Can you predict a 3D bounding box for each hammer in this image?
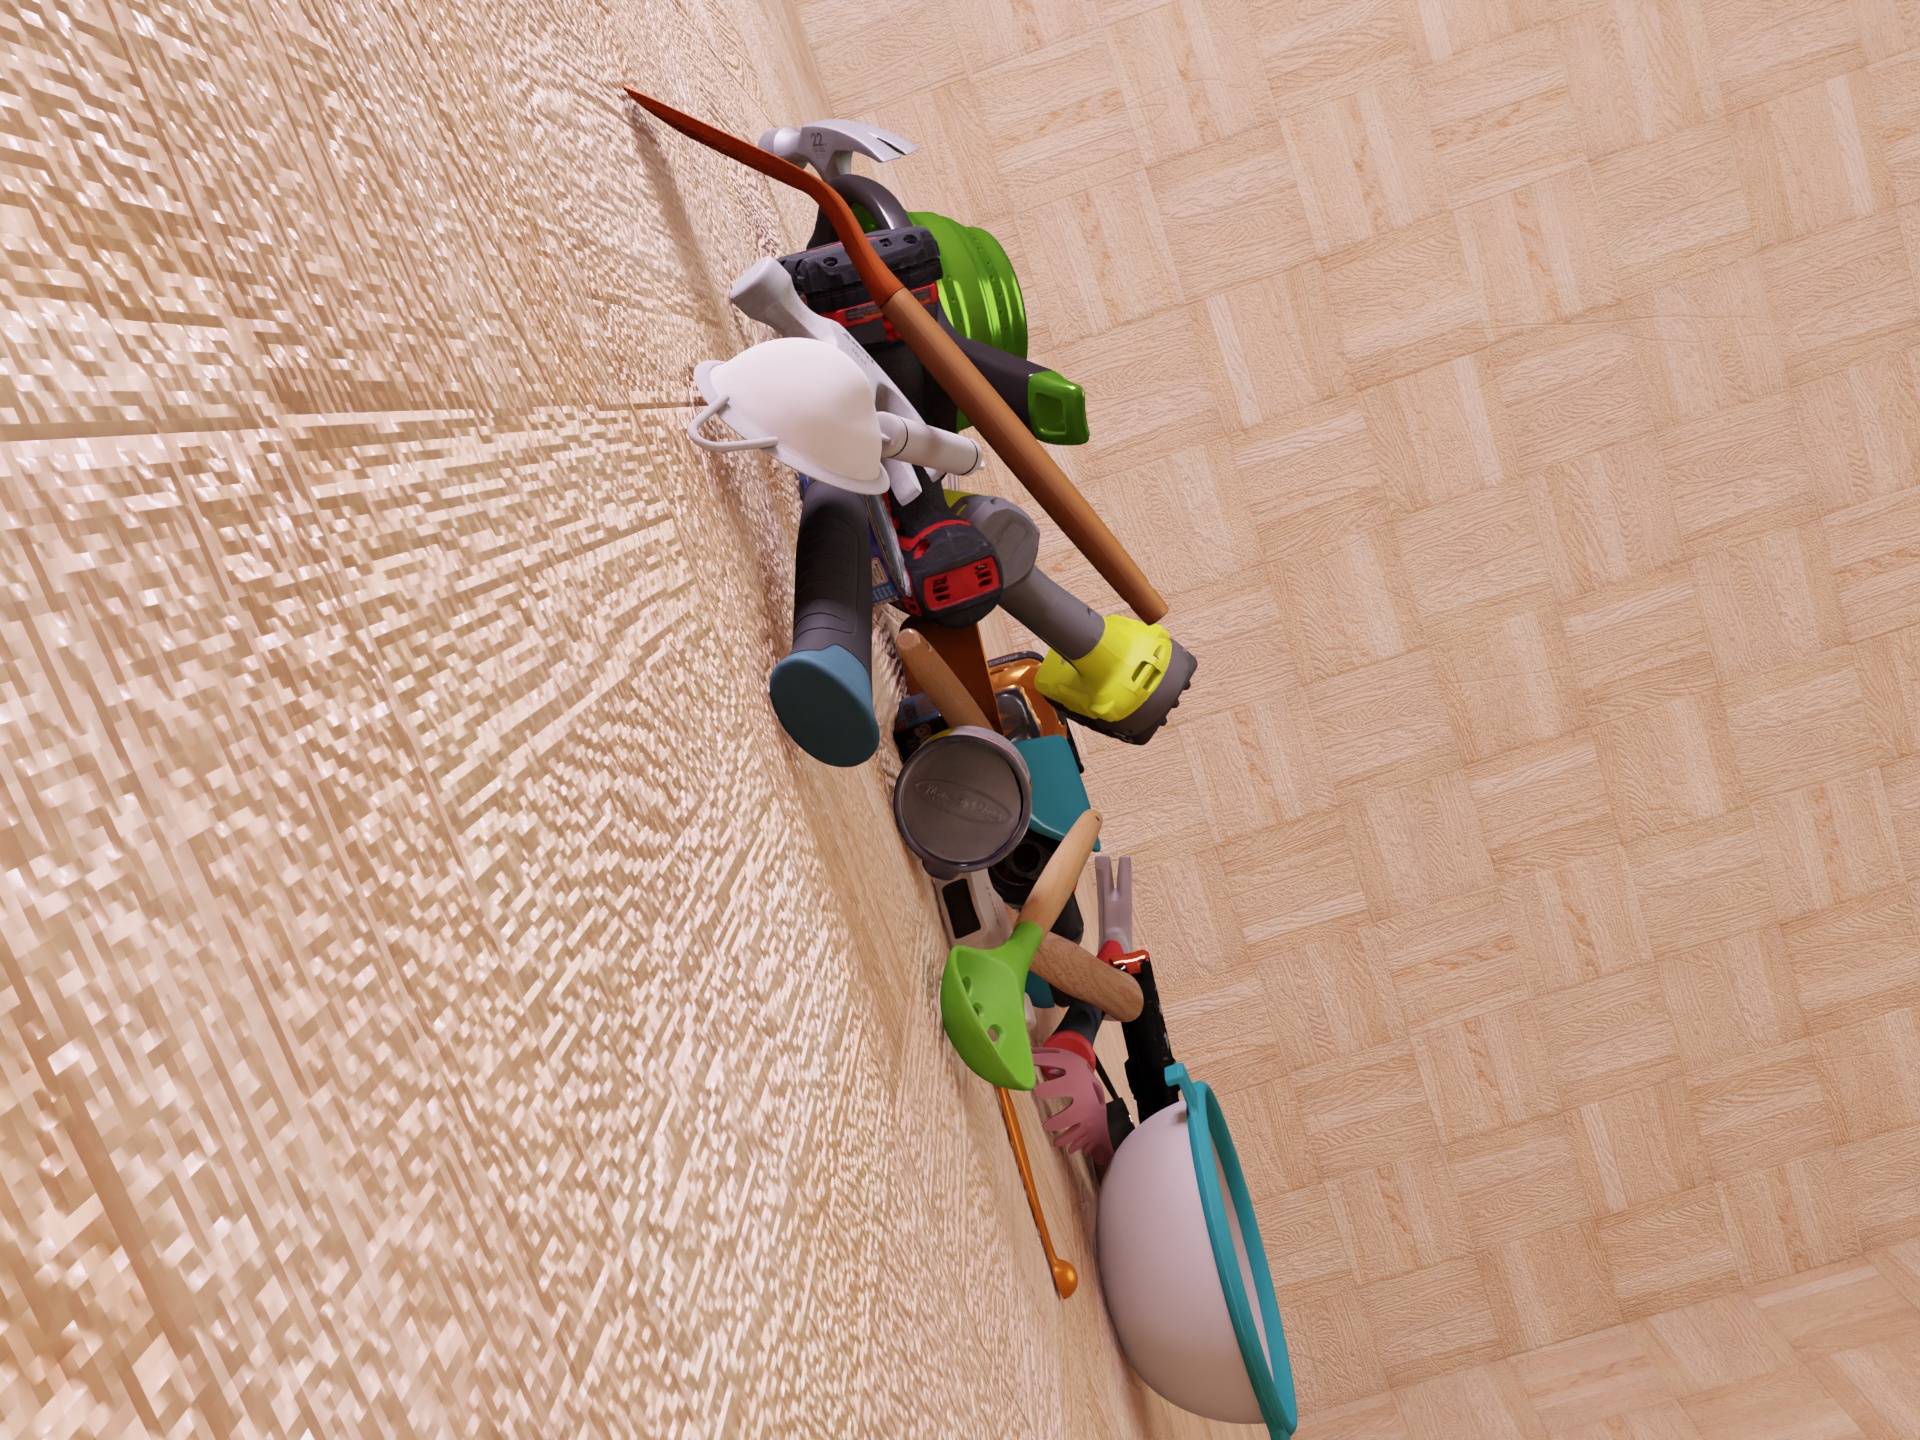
[{"bbox_3d":[0.056,0.141,0.949,0.331,0.031,0.130,40,29,-64],"label":"hammer"},{"bbox_3d":[0.103,0.195,1.218,0.386,0.038,0.143,-10,99,-80],"label":"hammer"},{"bbox_3d":[-0.054,-0.093,0.681,0.128,0.033,0.331,41,24,-27],"label":"hammer"},{"bbox_3d":[-0.047,-0.243,1.197,0.144,0.035,0.405,13,-53,47],"label":"hammer"}]

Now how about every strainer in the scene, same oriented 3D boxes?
[{"bbox_3d":[-0.036,-0.124,0.673,0.087,0.050,0.258,41,16,13],"label":"strainer"},{"bbox_3d":[0.143,0.391,0.951,0.210,0.095,0.341,59,19,-56],"label":"strainer"}]

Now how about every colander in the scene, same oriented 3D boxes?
[{"bbox_3d":[0.014,-0.232,0.976,0.397,0.094,0.204,-138,-146,-58],"label":"colander"}]

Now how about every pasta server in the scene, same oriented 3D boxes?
[{"bbox_3d":[0.091,0.304,1.067,0.315,0.040,0.060,72,2,-49],"label":"pasta server"}]

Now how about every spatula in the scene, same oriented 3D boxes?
[{"bbox_3d":[0.023,0.007,0.880,0.317,0.044,0.082,51,21,-67],"label":"spatula"},{"bbox_3d":[-0.021,-0.162,0.706,0.322,0.041,0.081,49,10,-6],"label":"spatula"}]

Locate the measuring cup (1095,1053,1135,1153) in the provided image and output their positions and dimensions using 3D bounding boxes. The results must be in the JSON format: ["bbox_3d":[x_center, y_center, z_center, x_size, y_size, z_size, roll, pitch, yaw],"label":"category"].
[{"bbox_3d":[0.106,0.300,1.203,0.168,0.038,0.083,-118,-173,-63],"label":"measuring cup"}]

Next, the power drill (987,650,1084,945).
[{"bbox_3d":[0.051,0.059,1.218,0.226,0.084,0.185,-82,154,-69],"label":"power drill"}]

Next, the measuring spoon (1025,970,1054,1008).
[{"bbox_3d":[0.043,0.173,1.086,0.128,0.021,0.042,150,-79,-85],"label":"measuring spoon"}]

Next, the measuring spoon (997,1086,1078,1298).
[{"bbox_3d":[0.038,0.228,0.792,0.021,0.011,0.117,49,23,-78],"label":"measuring spoon"}]

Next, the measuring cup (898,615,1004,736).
[{"bbox_3d":[-0.002,-0.003,1.017,0.173,0.052,0.095,77,0,-52],"label":"measuring cup"}]

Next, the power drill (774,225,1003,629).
[{"bbox_3d":[-0.042,-0.168,0.929,0.143,0.078,0.219,-145,-143,-65],"label":"power drill"}]

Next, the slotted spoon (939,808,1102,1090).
[{"bbox_3d":[0.041,0.102,0.815,0.070,0.031,0.314,58,21,-6],"label":"slotted spoon"}]

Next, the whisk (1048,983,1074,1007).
[{"bbox_3d":[0.075,0.145,1.352,0.239,0.055,0.055,-96,168,-48],"label":"whisk"}]

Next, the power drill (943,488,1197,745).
[{"bbox_3d":[0.045,-0.082,1.109,0.223,0.080,0.171,38,-8,-30],"label":"power drill"}]

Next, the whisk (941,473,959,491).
[{"bbox_3d":[-0.012,-0.120,1.332,0.070,0.070,0.284,-97,172,-68],"label":"whisk"}]
